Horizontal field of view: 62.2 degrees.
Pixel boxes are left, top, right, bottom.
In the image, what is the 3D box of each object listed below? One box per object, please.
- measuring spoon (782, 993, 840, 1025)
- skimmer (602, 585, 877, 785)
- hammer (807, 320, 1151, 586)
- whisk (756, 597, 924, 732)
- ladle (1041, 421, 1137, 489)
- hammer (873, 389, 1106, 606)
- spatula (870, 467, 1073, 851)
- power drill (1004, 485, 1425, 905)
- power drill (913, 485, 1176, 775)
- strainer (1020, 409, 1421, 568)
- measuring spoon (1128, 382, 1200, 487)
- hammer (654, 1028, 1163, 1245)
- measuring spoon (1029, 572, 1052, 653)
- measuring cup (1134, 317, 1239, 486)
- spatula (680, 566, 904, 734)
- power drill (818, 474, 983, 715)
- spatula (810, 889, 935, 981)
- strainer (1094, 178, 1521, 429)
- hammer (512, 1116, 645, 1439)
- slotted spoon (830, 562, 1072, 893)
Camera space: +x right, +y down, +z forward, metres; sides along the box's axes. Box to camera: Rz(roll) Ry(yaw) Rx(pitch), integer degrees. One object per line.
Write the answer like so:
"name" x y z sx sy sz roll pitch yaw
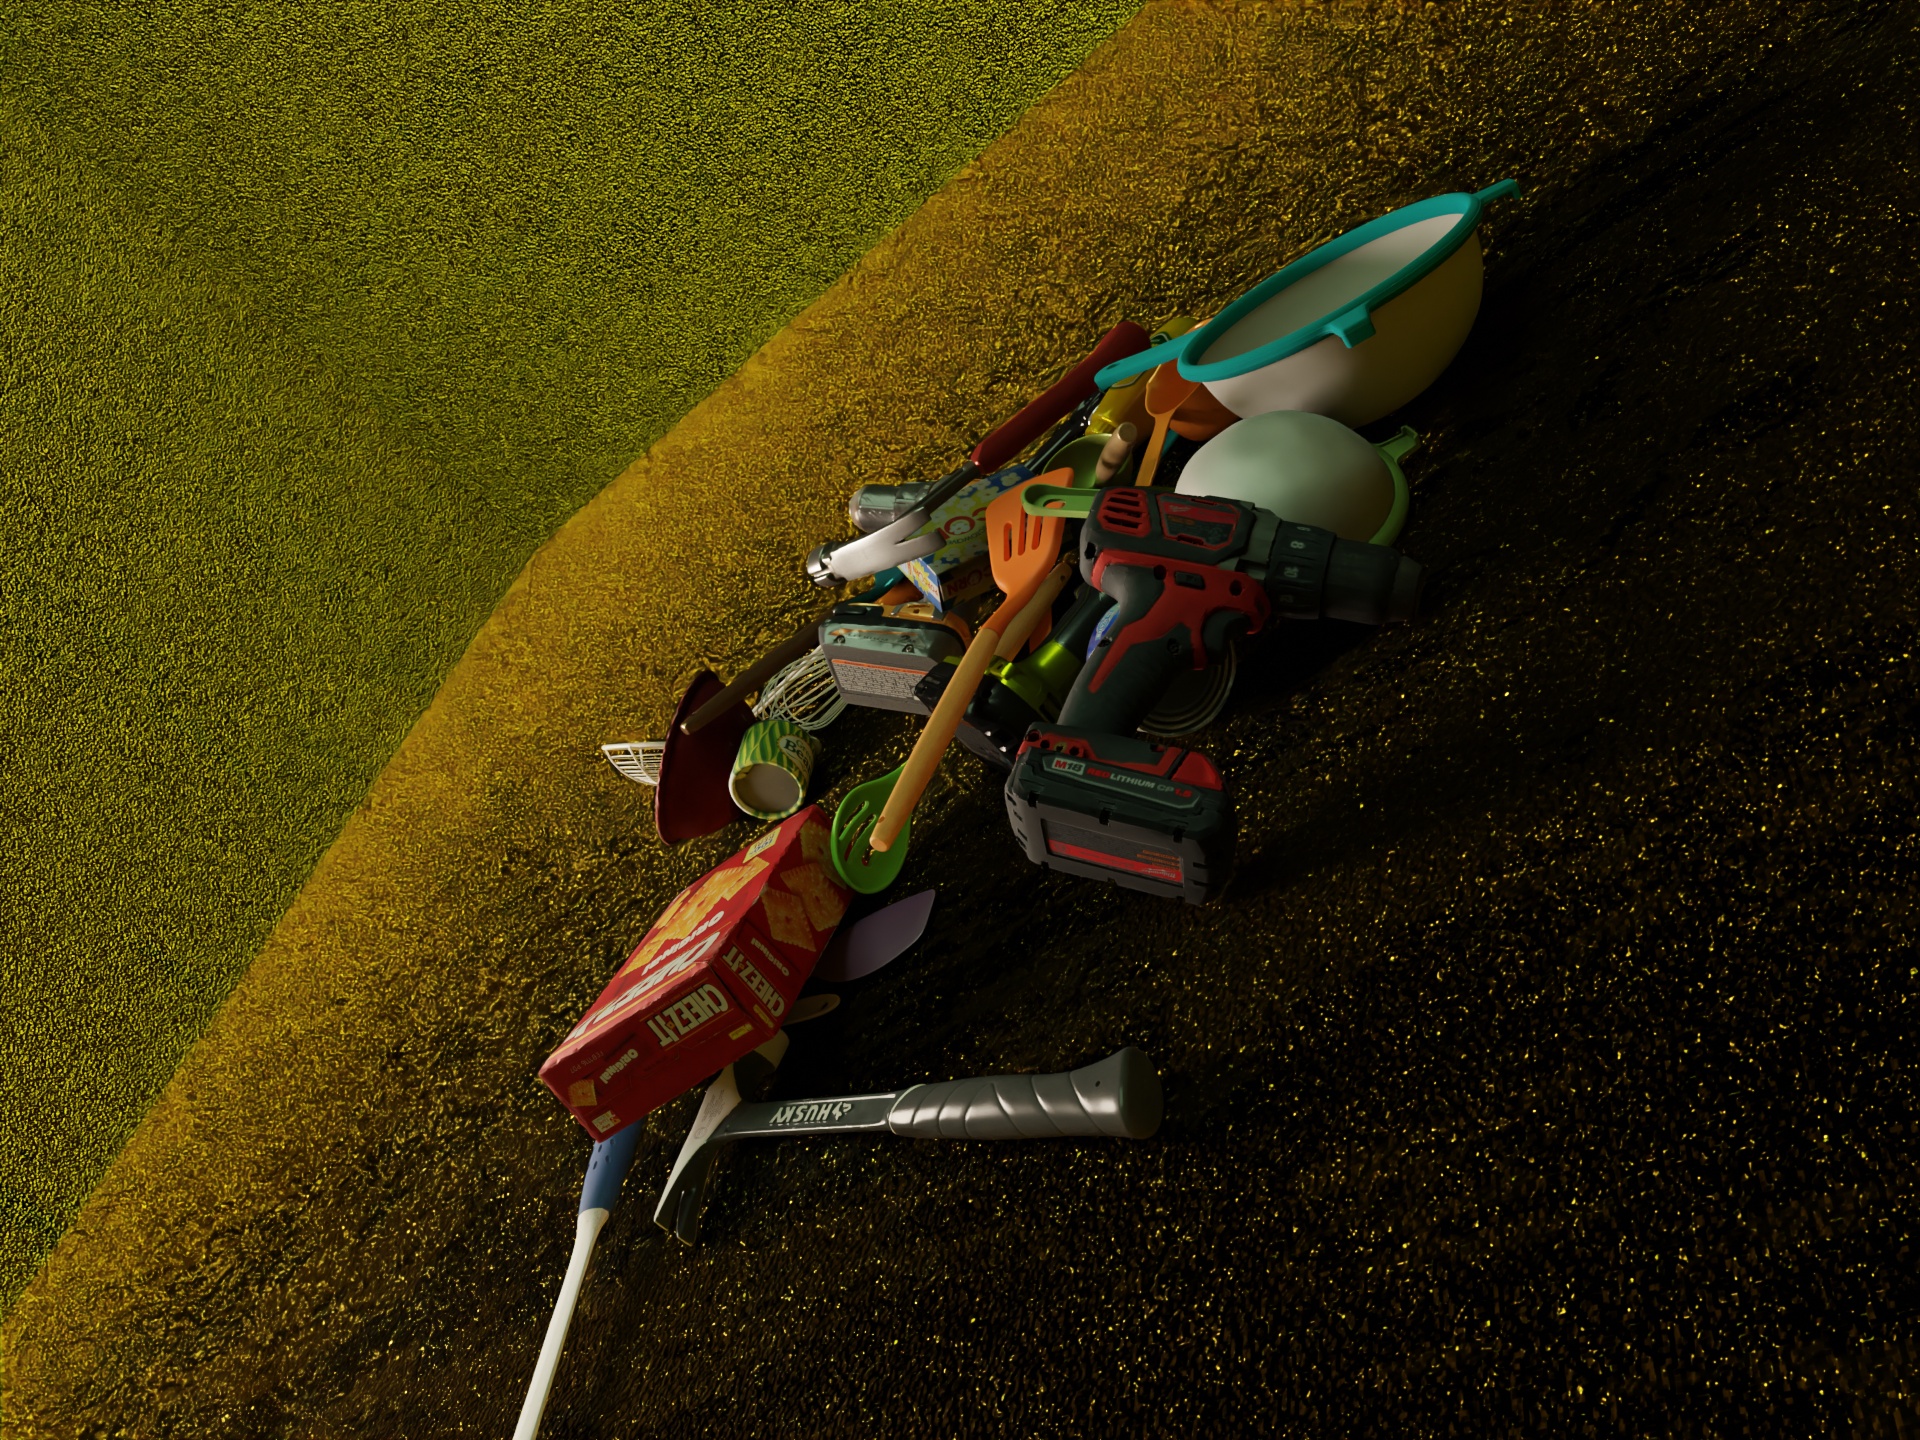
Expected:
"measuring spoon" -0.124 0.208 1.085 0.124 0.018 0.034 -22 28 35
"skimmer" -0.190 -0.058 1.551 0.363 0.090 0.127 -42 -9 8
"hammer" 0.041 -0.213 1.201 0.359 0.036 0.149 -43 18 -34
"whisk" -0.066 -0.069 1.397 0.284 0.070 0.070 -33 25 20
"ladle" 0.100 -0.194 1.146 0.078 0.062 0.320 -32 1 2
"hammer" 0.010 -0.183 1.468 0.337 0.034 0.127 -44 23 9
"spatula" 0.004 -0.044 1.018 0.081 0.041 0.323 -18 33 41
"power drill" 0.134 -0.022 0.844 0.188 0.080 0.227 13 61 17
"power drill" 0.078 -0.073 1.103 0.228 0.080 0.191 -48 23 -9
"strainer" 0.143 -0.149 0.980 0.256 0.069 0.151 8 53 32
"measuring spoon" 0.166 -0.238 1.289 0.128 0.021 0.042 -51 22 -9
"hammer" -0.042 0.220 0.878 0.409 0.036 0.149 -19 36 49
"measuring spoon" 0.065 -0.077 1.223 0.021 0.011 0.117 -33 29 27
"measuring cup" 0.176 -0.222 1.216 0.095 0.052 0.174 -11 55 60
"spatula" -0.133 -0.090 1.418 0.317 0.044 0.082 -41 22 -29
"power drill" -0.037 -0.115 1.293 0.185 0.084 0.226 9 51 24
"spatula" -0.131 0.186 1.123 0.316 0.018 0.060 -28 29 38
"strainer" 0.220 -0.243 1.088 0.211 0.095 0.340 -43 19 -27
"hammer" -0.246 0.334 1.033 0.144 0.035 0.406 -34 28 30
"slotted spoon" -0.002 -0.004 1.156 0.031 0.070 0.314 1 47 50
